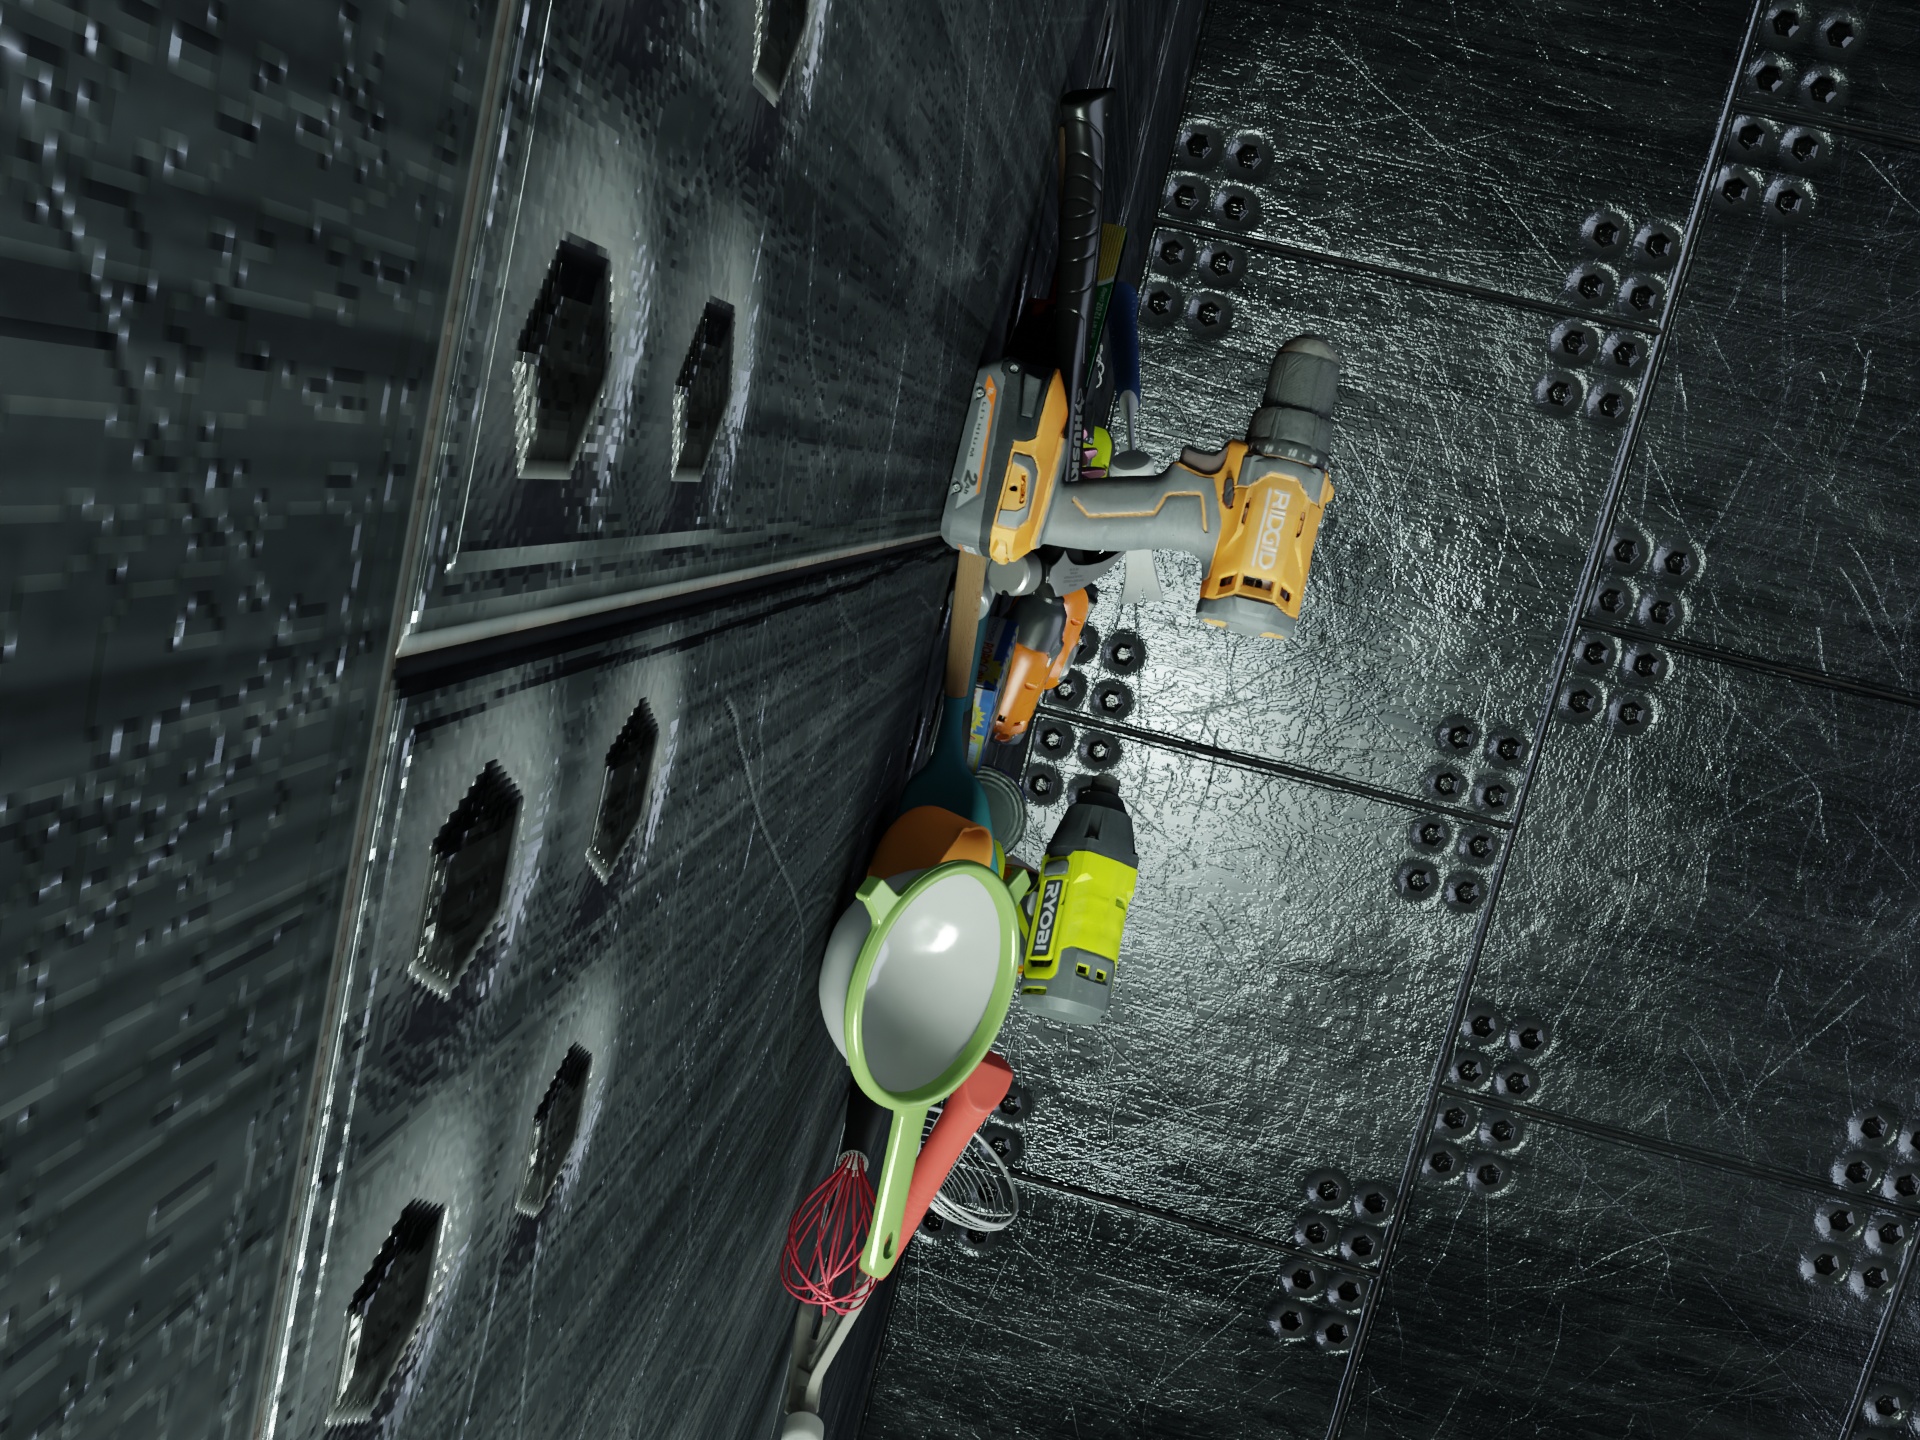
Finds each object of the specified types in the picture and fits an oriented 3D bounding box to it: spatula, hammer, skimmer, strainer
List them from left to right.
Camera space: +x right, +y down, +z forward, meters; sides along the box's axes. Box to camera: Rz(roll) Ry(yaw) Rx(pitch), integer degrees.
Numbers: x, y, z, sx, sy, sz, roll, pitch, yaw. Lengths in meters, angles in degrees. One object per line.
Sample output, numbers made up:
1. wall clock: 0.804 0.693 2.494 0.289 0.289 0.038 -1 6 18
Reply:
1. strainer: -0.044 0.199 0.946 0.151 0.069 0.256 2 101 -52
2. hammer: -0.052 0.383 1.197 0.149 0.036 0.359 -87 -159 -65
3. skimmer: -0.012 0.297 1.287 0.362 0.090 0.127 83 -19 -46
4. hammer: -0.002 -0.004 1.247 0.128 0.033 0.330 -69 172 -50
5. spatula: 0.002 -0.039 1.084 0.044 0.082 0.317 -98 -166 -70
6. hammer: 0.078 -0.252 1.073 0.146 0.035 0.334 -12 109 -57
7. hammer: 0.144 -0.262 1.367 0.406 0.035 0.143 -86 169 -49

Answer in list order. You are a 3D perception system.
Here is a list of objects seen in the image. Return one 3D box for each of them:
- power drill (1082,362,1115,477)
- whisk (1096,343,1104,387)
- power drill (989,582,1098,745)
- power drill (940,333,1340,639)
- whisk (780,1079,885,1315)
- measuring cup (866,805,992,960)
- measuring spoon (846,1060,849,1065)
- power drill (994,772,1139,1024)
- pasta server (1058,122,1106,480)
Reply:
1. power drill: 0.091 -0.229 1.443 0.228 0.080 0.190 -26 130 -81
2. whisk: 0.103 -0.310 1.555 0.058 0.059 0.246 -38 172 -10
3. power drill: 0.073 -0.083 1.531 0.226 0.084 0.164 -56 170 -69
4. power drill: 0.117 -0.162 0.978 0.084 0.226 0.185 11 93 -86
5. whisk: -0.081 0.341 1.183 0.296 0.073 0.073 -79 -179 -73
6. measuring cup: -0.048 0.116 1.021 0.173 0.052 0.095 -33 140 -46
7. measuring spoon: -0.063 0.207 1.220 0.034 0.018 0.124 95 10 -62
8. power drill: 0.040 0.130 1.159 0.223 0.080 0.171 -14 -121 55
9. pasta server: 0.089 -0.275 1.160 0.060 0.040 0.316 -85 173 -52
